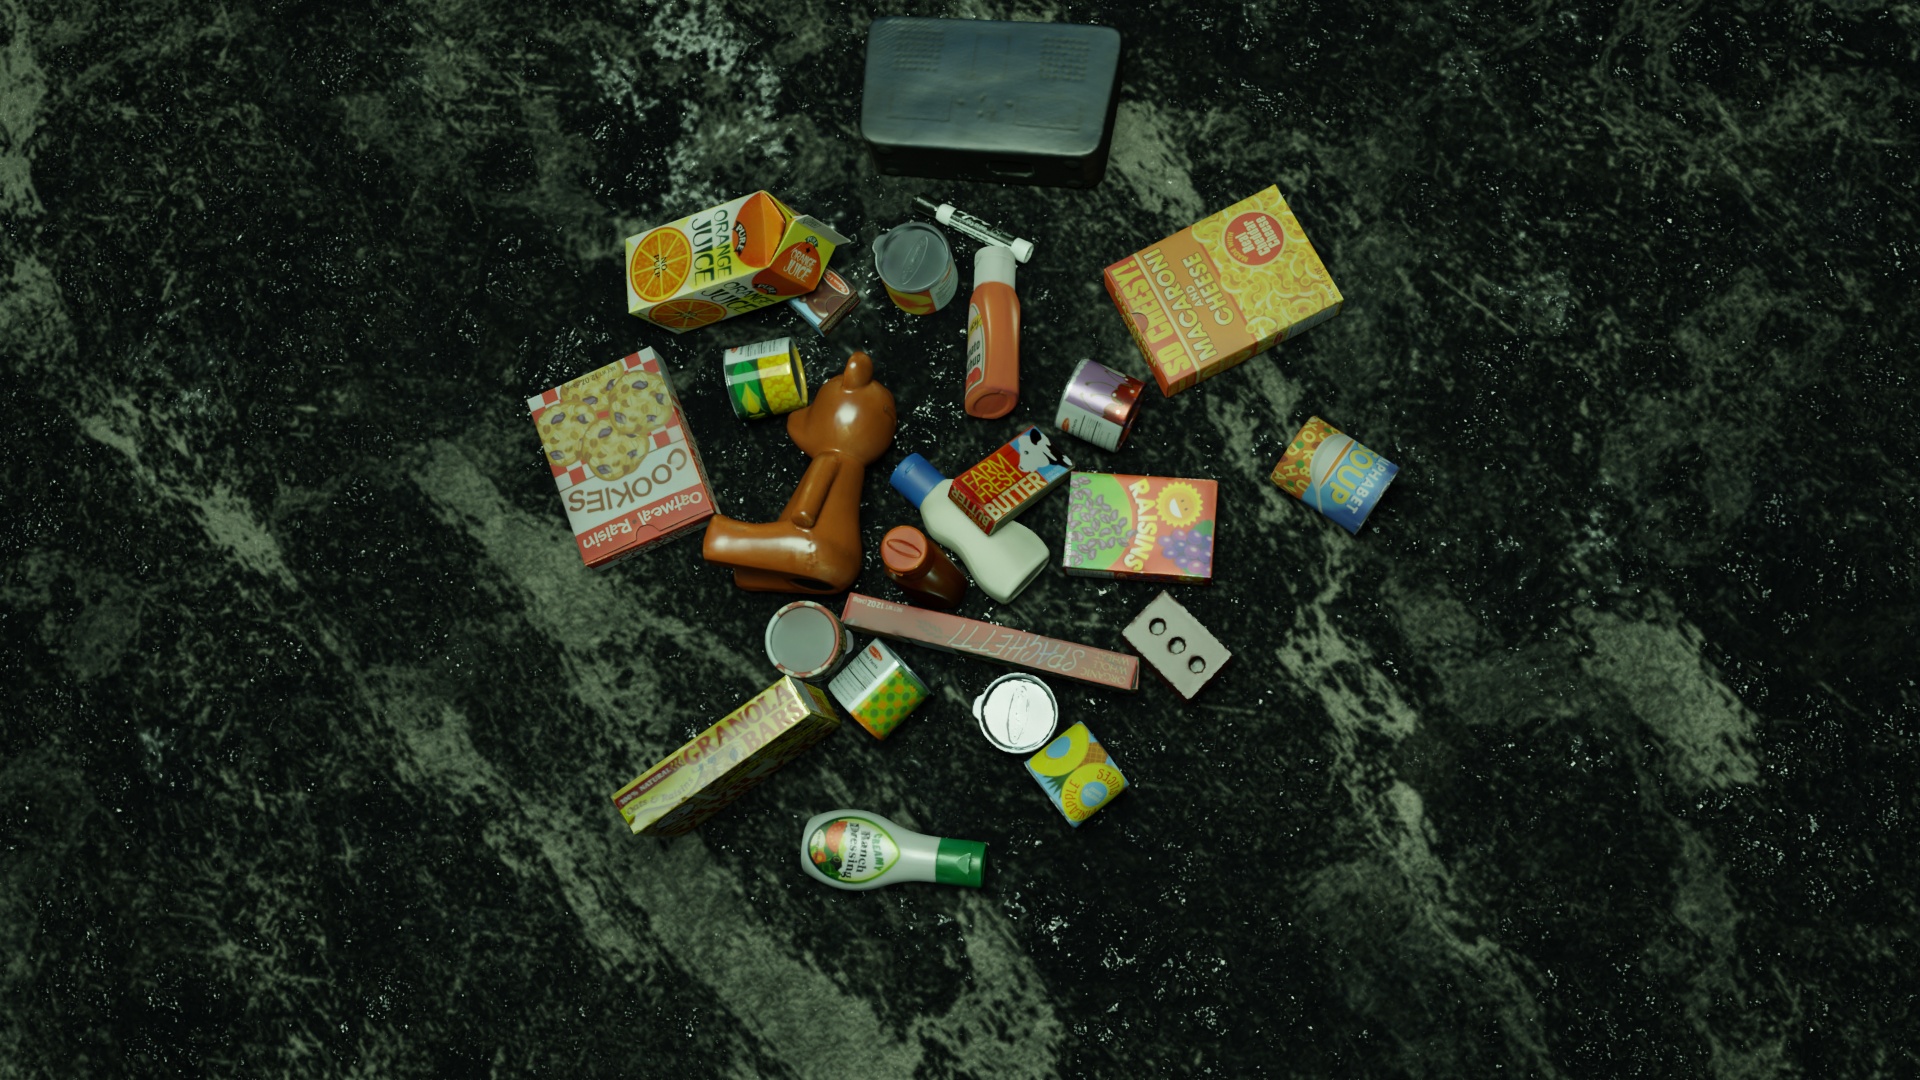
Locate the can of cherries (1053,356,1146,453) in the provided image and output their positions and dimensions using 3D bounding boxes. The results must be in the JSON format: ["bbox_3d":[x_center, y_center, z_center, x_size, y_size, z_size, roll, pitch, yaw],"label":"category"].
[{"bbox_3d":[0.120,-0.117,1.180,0.058,0.071,0.071,24,82,11],"label":"can of cherries"}]

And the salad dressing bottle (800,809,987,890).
[{"bbox_3d":[-0.053,0.255,1.128,0.148,0.044,0.064,5,77,8],"label":"salad dressing bottle"}]

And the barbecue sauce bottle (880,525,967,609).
[{"bbox_3d":[-0.034,0.021,1.125,0.065,0.148,0.044,23,82,11],"label":"barbecue sauce bottle"}]

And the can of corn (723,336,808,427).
[{"bbox_3d":[-0.170,-0.139,1.221,0.058,0.071,0.071,-12,77,4],"label":"can of corn"}]

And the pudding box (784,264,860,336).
[{"bbox_3d":[-0.137,-0.230,1.255,0.084,0.030,0.050,42,84,13],"label":"pudding box"}]

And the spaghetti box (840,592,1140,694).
[{"bbox_3d":[0.027,0.086,1.154,0.250,0.050,0.029,12,81,9],"label":"spaghetti box"}]

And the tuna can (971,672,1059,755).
[{"bbox_3d":[0.046,0.143,1.147,0.071,0.032,0.071,-1,77,6],"label":"tuna can"}]

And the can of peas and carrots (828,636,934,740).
[{"bbox_3d":[-0.065,0.124,1.149,0.059,0.071,0.071,-44,76,-3],"label":"can of peas and carrots"}]

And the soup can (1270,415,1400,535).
[{"bbox_3d":[0.308,-0.055,1.140,0.084,0.071,0.071,34,84,13],"label":"soup can"}]

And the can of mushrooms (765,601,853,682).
[{"bbox_3d":[-0.129,0.086,1.181,0.071,0.033,0.071,-2,77,7],"label":"can of mushrooms"}]

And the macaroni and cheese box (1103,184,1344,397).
[{"bbox_3d":[0.225,-0.216,1.203,0.166,0.040,0.124,-26,75,0],"label":"macaroni and cheese box"}]

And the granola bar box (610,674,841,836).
[{"bbox_3d":[-0.183,0.177,1.120,0.165,0.124,0.039,-35,76,-1],"label":"granola bar box"}]

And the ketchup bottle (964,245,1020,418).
[{"bbox_3d":[0.029,-0.184,1.211,0.043,0.064,0.149,8,68,-15],"label":"ketchup bottle"}]

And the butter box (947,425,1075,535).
[{"bbox_3d":[0.043,-0.051,1.173,0.104,0.024,0.053,-36,73,-31],"label":"butter box"}]

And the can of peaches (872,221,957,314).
[{"bbox_3d":[-0.040,-0.241,1.232,0.071,0.058,0.071,-2,78,7],"label":"can of peaches"}]

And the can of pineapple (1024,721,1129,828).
[{"bbox_3d":[0.094,0.188,1.112,0.058,0.071,0.071,-37,76,-2],"label":"can of pineapple"}]

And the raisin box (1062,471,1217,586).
[{"bbox_3d":[0.151,-0.010,1.166,0.123,0.040,0.086,4,77,9],"label":"raisin box"}]

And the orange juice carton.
[{"bbox_3d":[-0.195,-0.246,1.214,0.192,0.072,0.073,-12,76,25],"label":"orange juice carton"}]

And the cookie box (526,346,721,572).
[{"bbox_3d":[-0.298,-0.072,1.233,0.123,0.040,0.168,-23,76,1],"label":"cookie box"}]

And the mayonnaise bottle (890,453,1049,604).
[{"bbox_3d":[0.004,-0.015,1.184,0.148,0.041,0.065,42,77,15],"label":"mayonnaise bottle"}]
